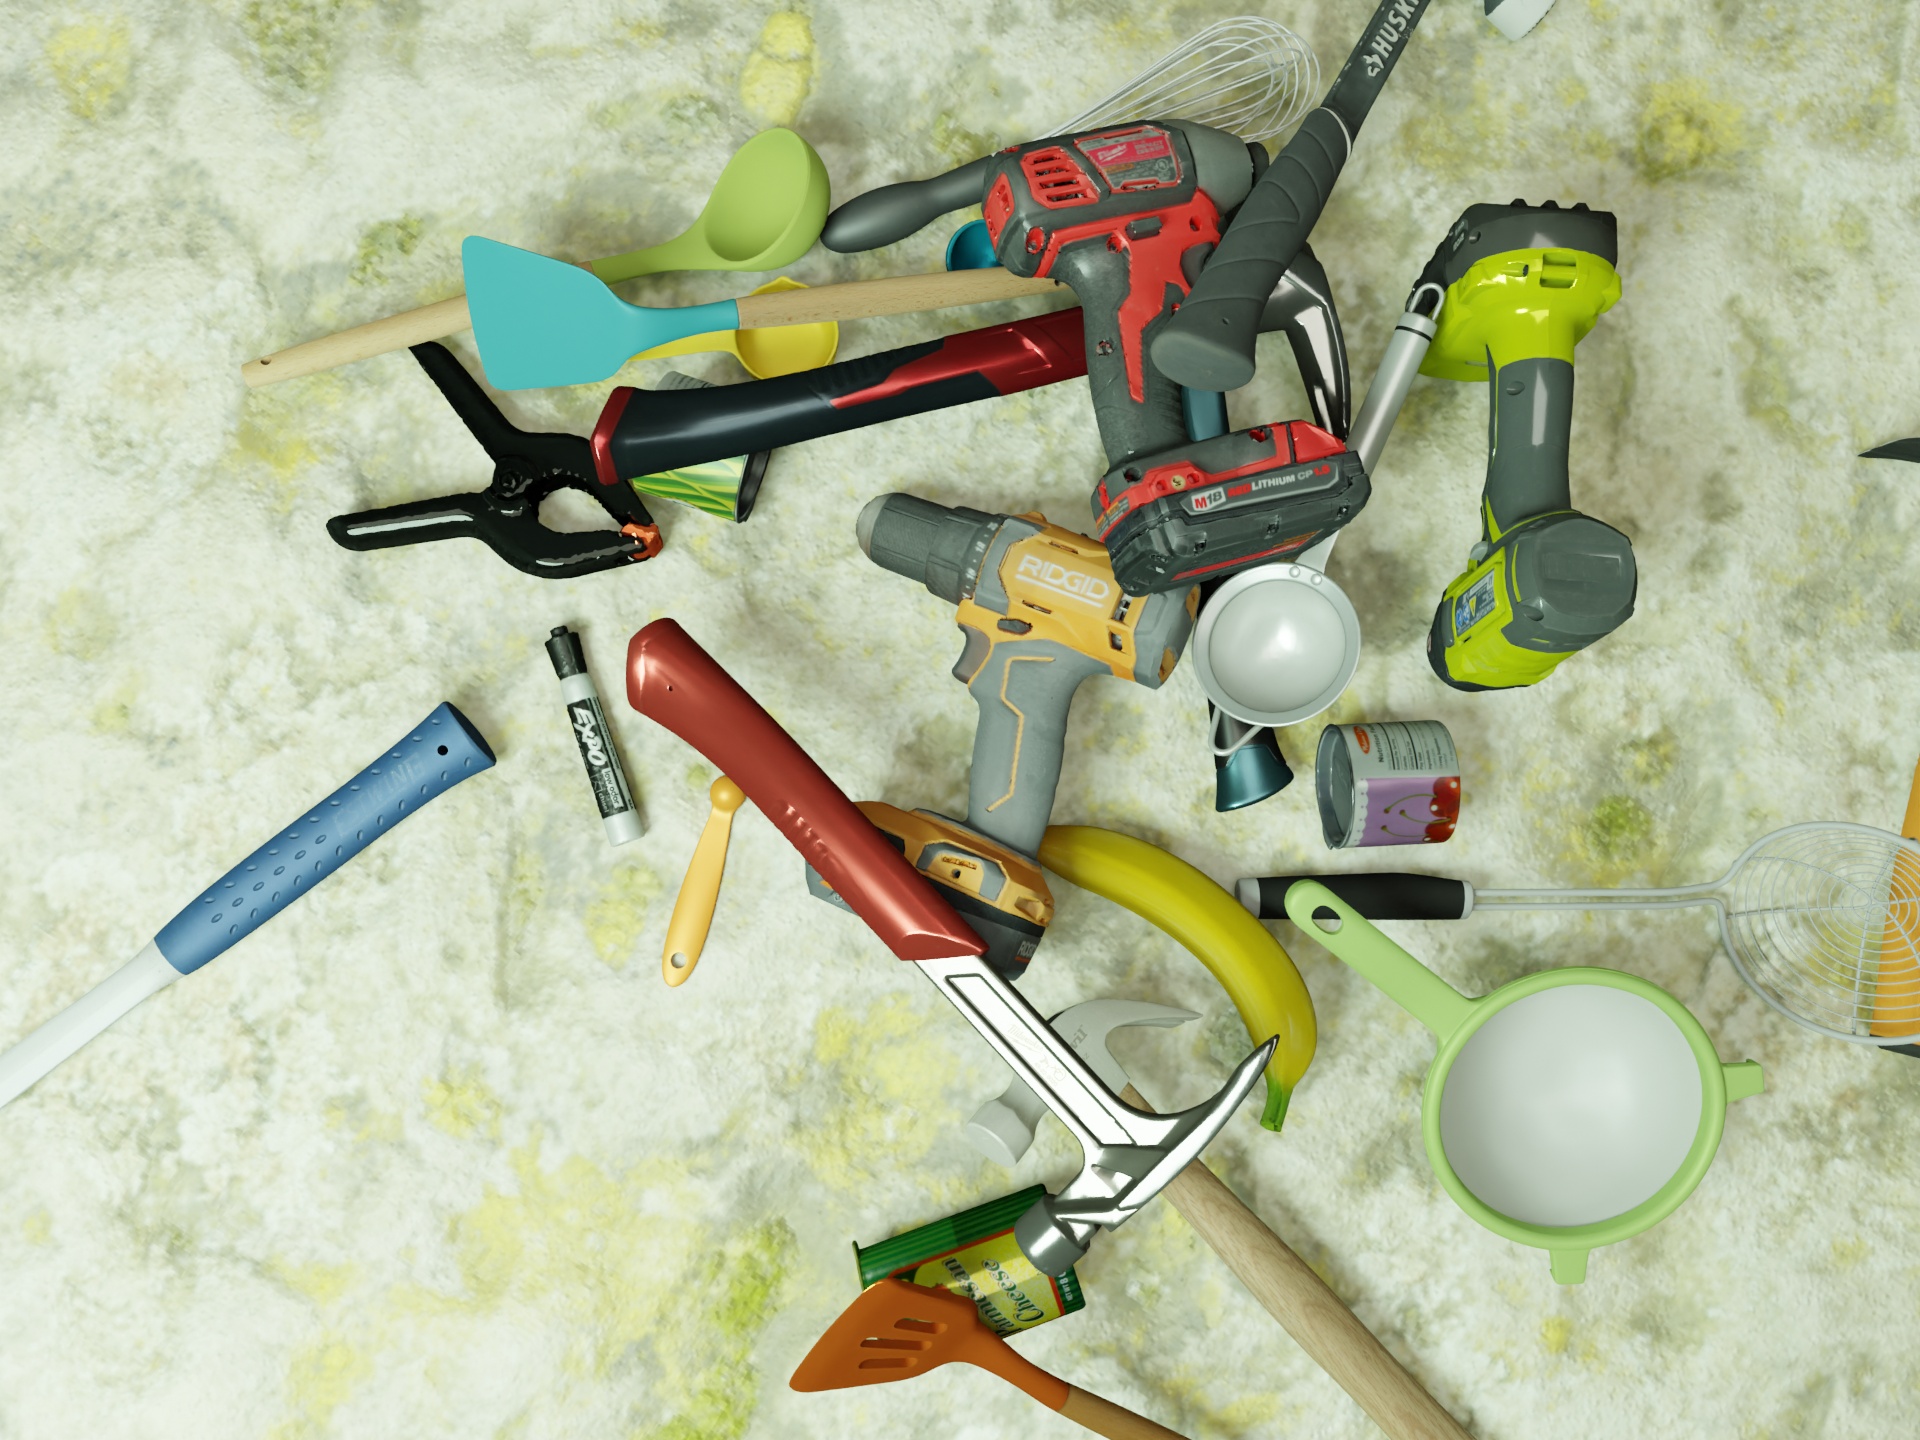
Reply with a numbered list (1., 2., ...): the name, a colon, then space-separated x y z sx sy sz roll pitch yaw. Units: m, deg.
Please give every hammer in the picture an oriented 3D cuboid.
1. hammer: -0.026 0.076 0.745 0.359 0.036 0.149 46 101 14
2. hammer: 0.155 0.275 0.819 0.331 0.031 0.130 46 60 -5
3. hammer: 0.533 0.014 0.865 0.127 0.034 0.337 12 86 -2
4. hammer: 0.182 -0.299 0.776 0.149 0.036 0.409 37 58 -9
5. hammer: -0.421 0.124 0.822 0.405 0.035 0.144 -38 88 -4
6. hammer: 0.139 -0.117 0.860 0.128 0.033 0.331 -6 86 -3
7. hammer: 0.009 -0.164 0.803 0.386 0.038 0.143 -16 89 -10

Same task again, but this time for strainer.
1. strainer: 0.189 -0.099 0.807 0.087 0.050 0.258 26 97 25
2. strainer: 0.266 0.159 0.821 0.256 0.069 0.151 38 99 -4

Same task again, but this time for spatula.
1. spatula: 0.069 0.350 0.783 0.322 0.041 0.081 31 110 -16
2. spatula: -0.092 -0.220 0.826 0.317 0.044 0.082 -9 126 -11

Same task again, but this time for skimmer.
1. skimmer: 0.329 0.109 0.823 0.363 0.090 0.127 0 118 0

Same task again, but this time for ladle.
1. ladle: -0.220 -0.235 0.831 0.320 0.062 0.078 -19 59 -7

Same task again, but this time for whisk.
1. whisk: 0.058 -0.309 0.861 0.284 0.070 0.070 -20 87 2

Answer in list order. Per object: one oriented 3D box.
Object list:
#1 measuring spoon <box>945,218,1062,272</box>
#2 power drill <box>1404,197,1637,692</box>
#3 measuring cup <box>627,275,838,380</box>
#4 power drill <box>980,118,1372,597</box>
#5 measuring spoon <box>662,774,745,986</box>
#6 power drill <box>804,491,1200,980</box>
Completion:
1. measuring spoon: 0.050 -0.267 0.878 0.128 0.021 0.042 -19 115 -12
2. power drill: 0.277 -0.130 0.809 0.080 0.171 0.223 4 77 -2
3. measuring cup: -0.143 -0.203 0.860 0.156 0.029 0.062 -3 86 0
4. power drill: 0.107 -0.182 0.759 0.143 0.078 0.220 -16 83 -14
5. measuring spoon: -0.138 0.085 0.847 0.021 0.011 0.117 16 86 -1
6. power drill: -0.001 -0.003 0.818 0.185 0.084 0.226 22 85 17
